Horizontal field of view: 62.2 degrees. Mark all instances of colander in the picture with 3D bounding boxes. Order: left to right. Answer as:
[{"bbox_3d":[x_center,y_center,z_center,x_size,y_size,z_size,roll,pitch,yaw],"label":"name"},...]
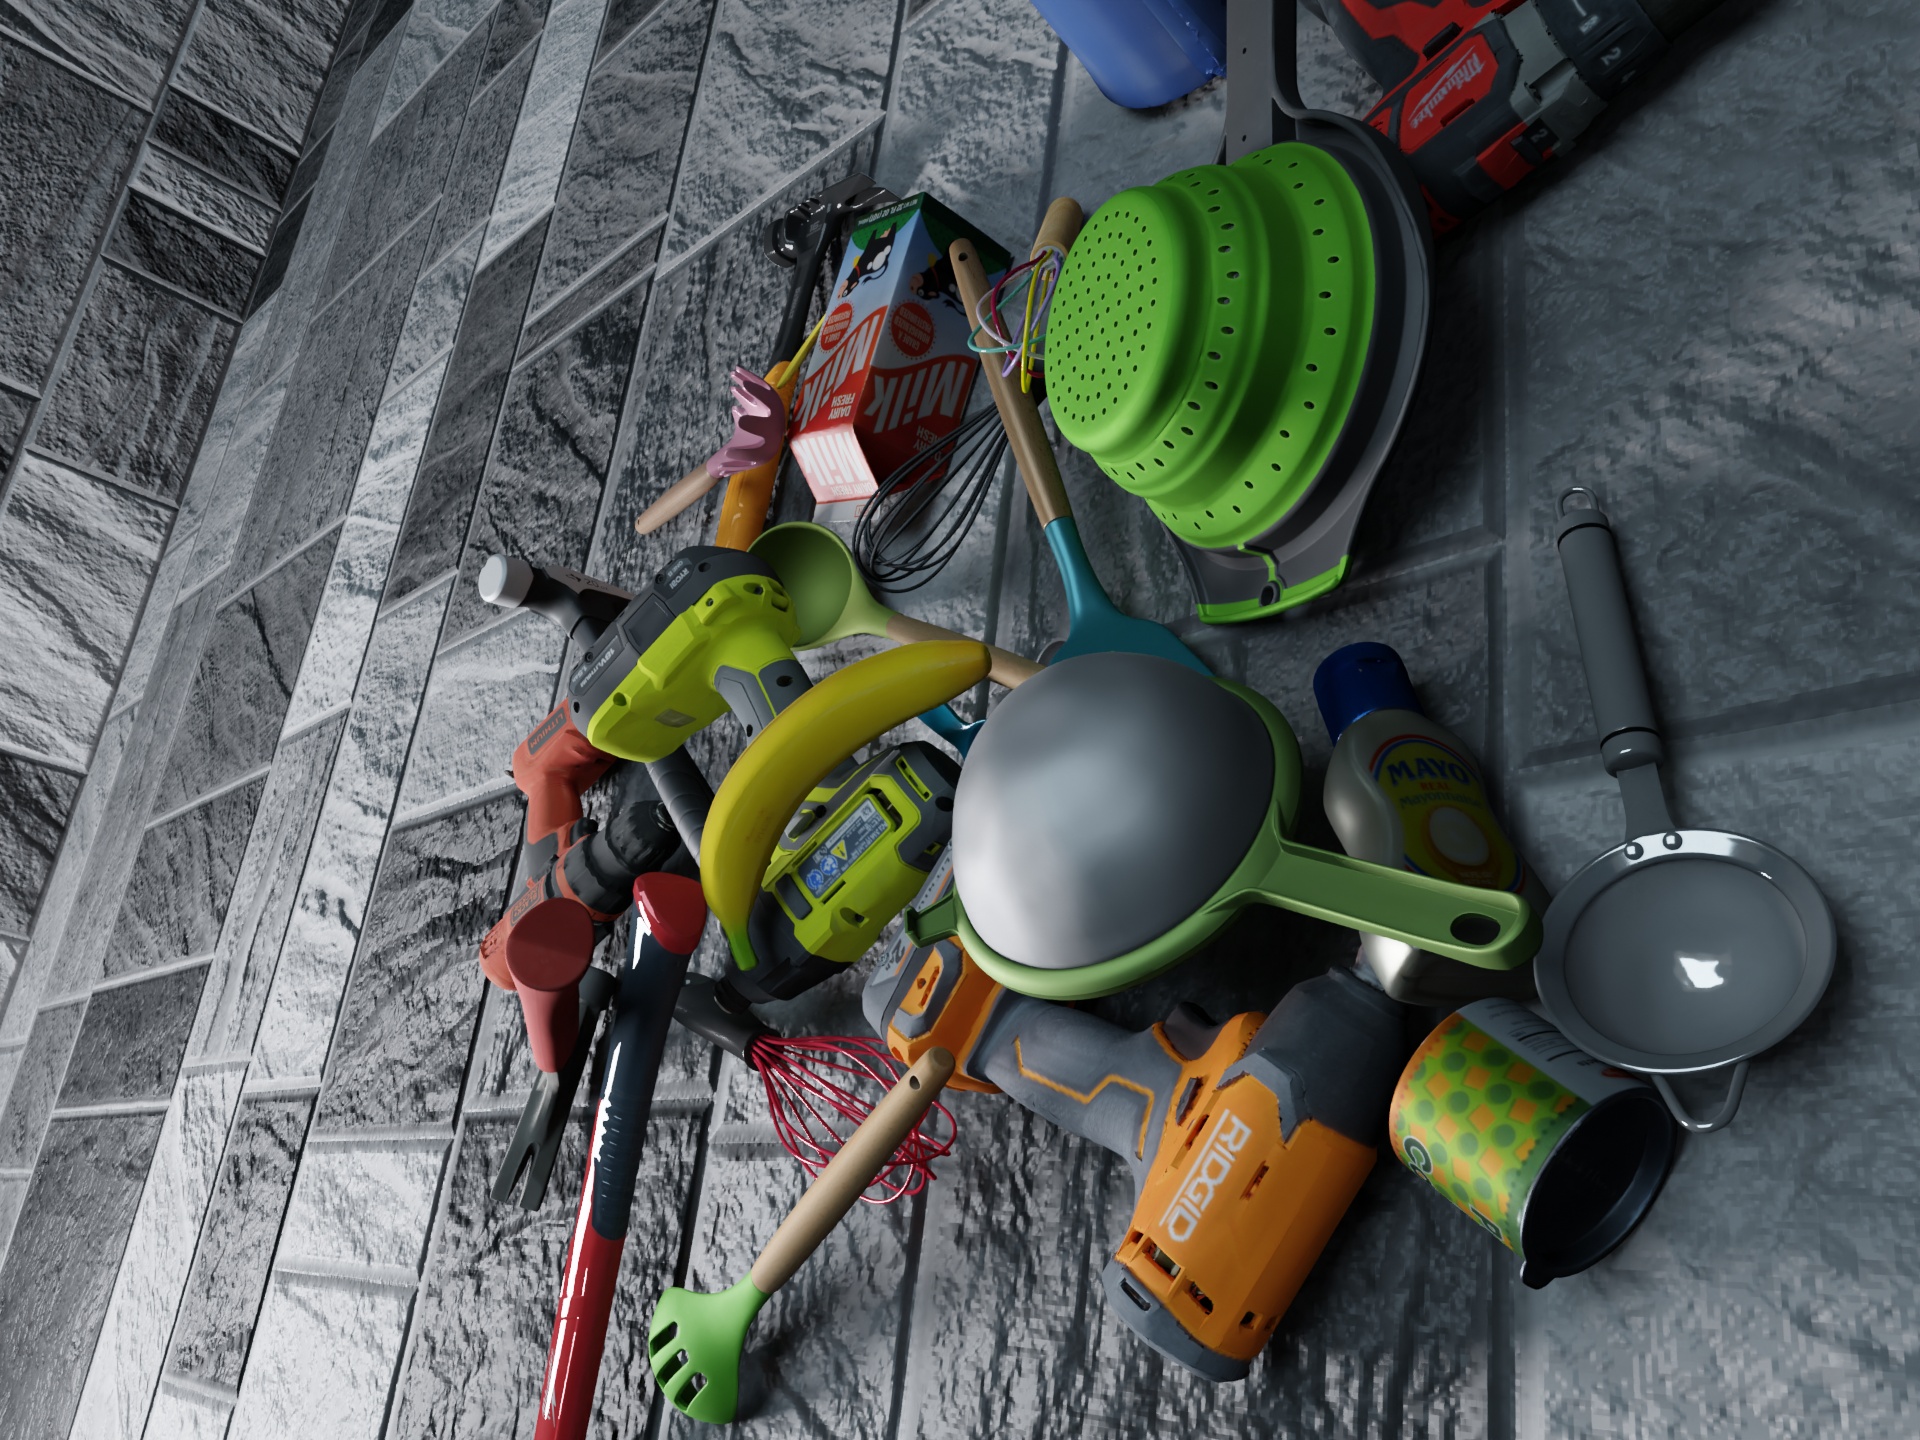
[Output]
[{"bbox_3d":[0.102,-0.245,0.695,0.204,0.094,0.397,164,109,-63],"label":"colander"}]

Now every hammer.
[{"bbox_3d":[-0.216,0.170,0.835,0.359,0.036,0.149,122,164,-66],"label":"hammer"},{"bbox_3d":[-0.195,0.263,0.829,0.143,0.038,0.386,22,102,54],"label":"hammer"},{"bbox_3d":[-0.179,0.018,0.974,0.035,0.146,0.335,-52,50,19],"label":"hammer"},{"bbox_3d":[-0.125,-0.214,1.087,0.127,0.034,0.337,-8,65,50],"label":"hammer"}]

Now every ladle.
[{"bbox_3d":[-0.030,-0.049,0.848,0.320,0.062,0.078,25,91,55],"label":"ladle"}]

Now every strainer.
[{"bbox_3d":[0.078,0.031,0.553,0.256,0.069,0.151,13,60,52],"label":"strainer"},{"bbox_3d":[0.227,0.019,0.528,0.087,0.050,0.259,-18,50,29],"label":"strainer"}]

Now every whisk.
[{"bbox_3d":[-0.092,0.174,0.813,0.296,0.073,0.073,13,80,58],"label":"whisk"},{"bbox_3d":[0.028,-0.163,0.839,0.239,0.055,0.055,-49,37,-3],"label":"whisk"},{"bbox_3d":[0.043,-0.227,0.820,0.051,0.047,0.245,-19,27,20],"label":"whisk"}]

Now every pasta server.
[{"bbox_3d":[-0.178,-0.164,1.062,0.316,0.040,0.060,-13,70,63],"label":"pasta server"}]

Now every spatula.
[{"bbox_3d":[0.040,-0.121,0.771,0.082,0.044,0.318,-20,64,6],"label":"spatula"}]

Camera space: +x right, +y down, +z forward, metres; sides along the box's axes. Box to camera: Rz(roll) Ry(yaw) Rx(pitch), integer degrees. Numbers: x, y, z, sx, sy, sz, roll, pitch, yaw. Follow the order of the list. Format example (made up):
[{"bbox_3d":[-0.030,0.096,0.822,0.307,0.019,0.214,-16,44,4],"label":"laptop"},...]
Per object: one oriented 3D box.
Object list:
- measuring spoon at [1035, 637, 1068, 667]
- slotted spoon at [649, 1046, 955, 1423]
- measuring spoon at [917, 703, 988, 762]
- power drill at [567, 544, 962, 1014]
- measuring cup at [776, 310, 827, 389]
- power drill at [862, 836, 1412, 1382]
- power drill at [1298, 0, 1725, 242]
[{"bbox_3d":[0.044,0.021,0.772,0.034,0.018,0.124,-4,74,56],"label":"measuring spoon"},{"bbox_3d":[-0.079,0.236,0.713,0.070,0.031,0.313,52,130,23],"label":"slotted spoon"},{"bbox_3d":[-0.001,-0.003,0.796,0.129,0.021,0.042,42,133,44],"label":"measuring spoon"},{"bbox_3d":[-0.109,0.029,0.841,0.171,0.080,0.223,-45,61,11],"label":"power drill"},{"bbox_3d":[-0.075,-0.245,1.001,0.062,0.029,0.157,-36,21,44],"label":"measuring cup"},{"bbox_3d":[0.070,0.120,0.629,0.227,0.084,0.164,35,96,49],"label":"power drill"},{"bbox_3d":[0.228,-0.332,0.693,0.188,0.080,0.227,-34,50,35],"label":"power drill"}]
